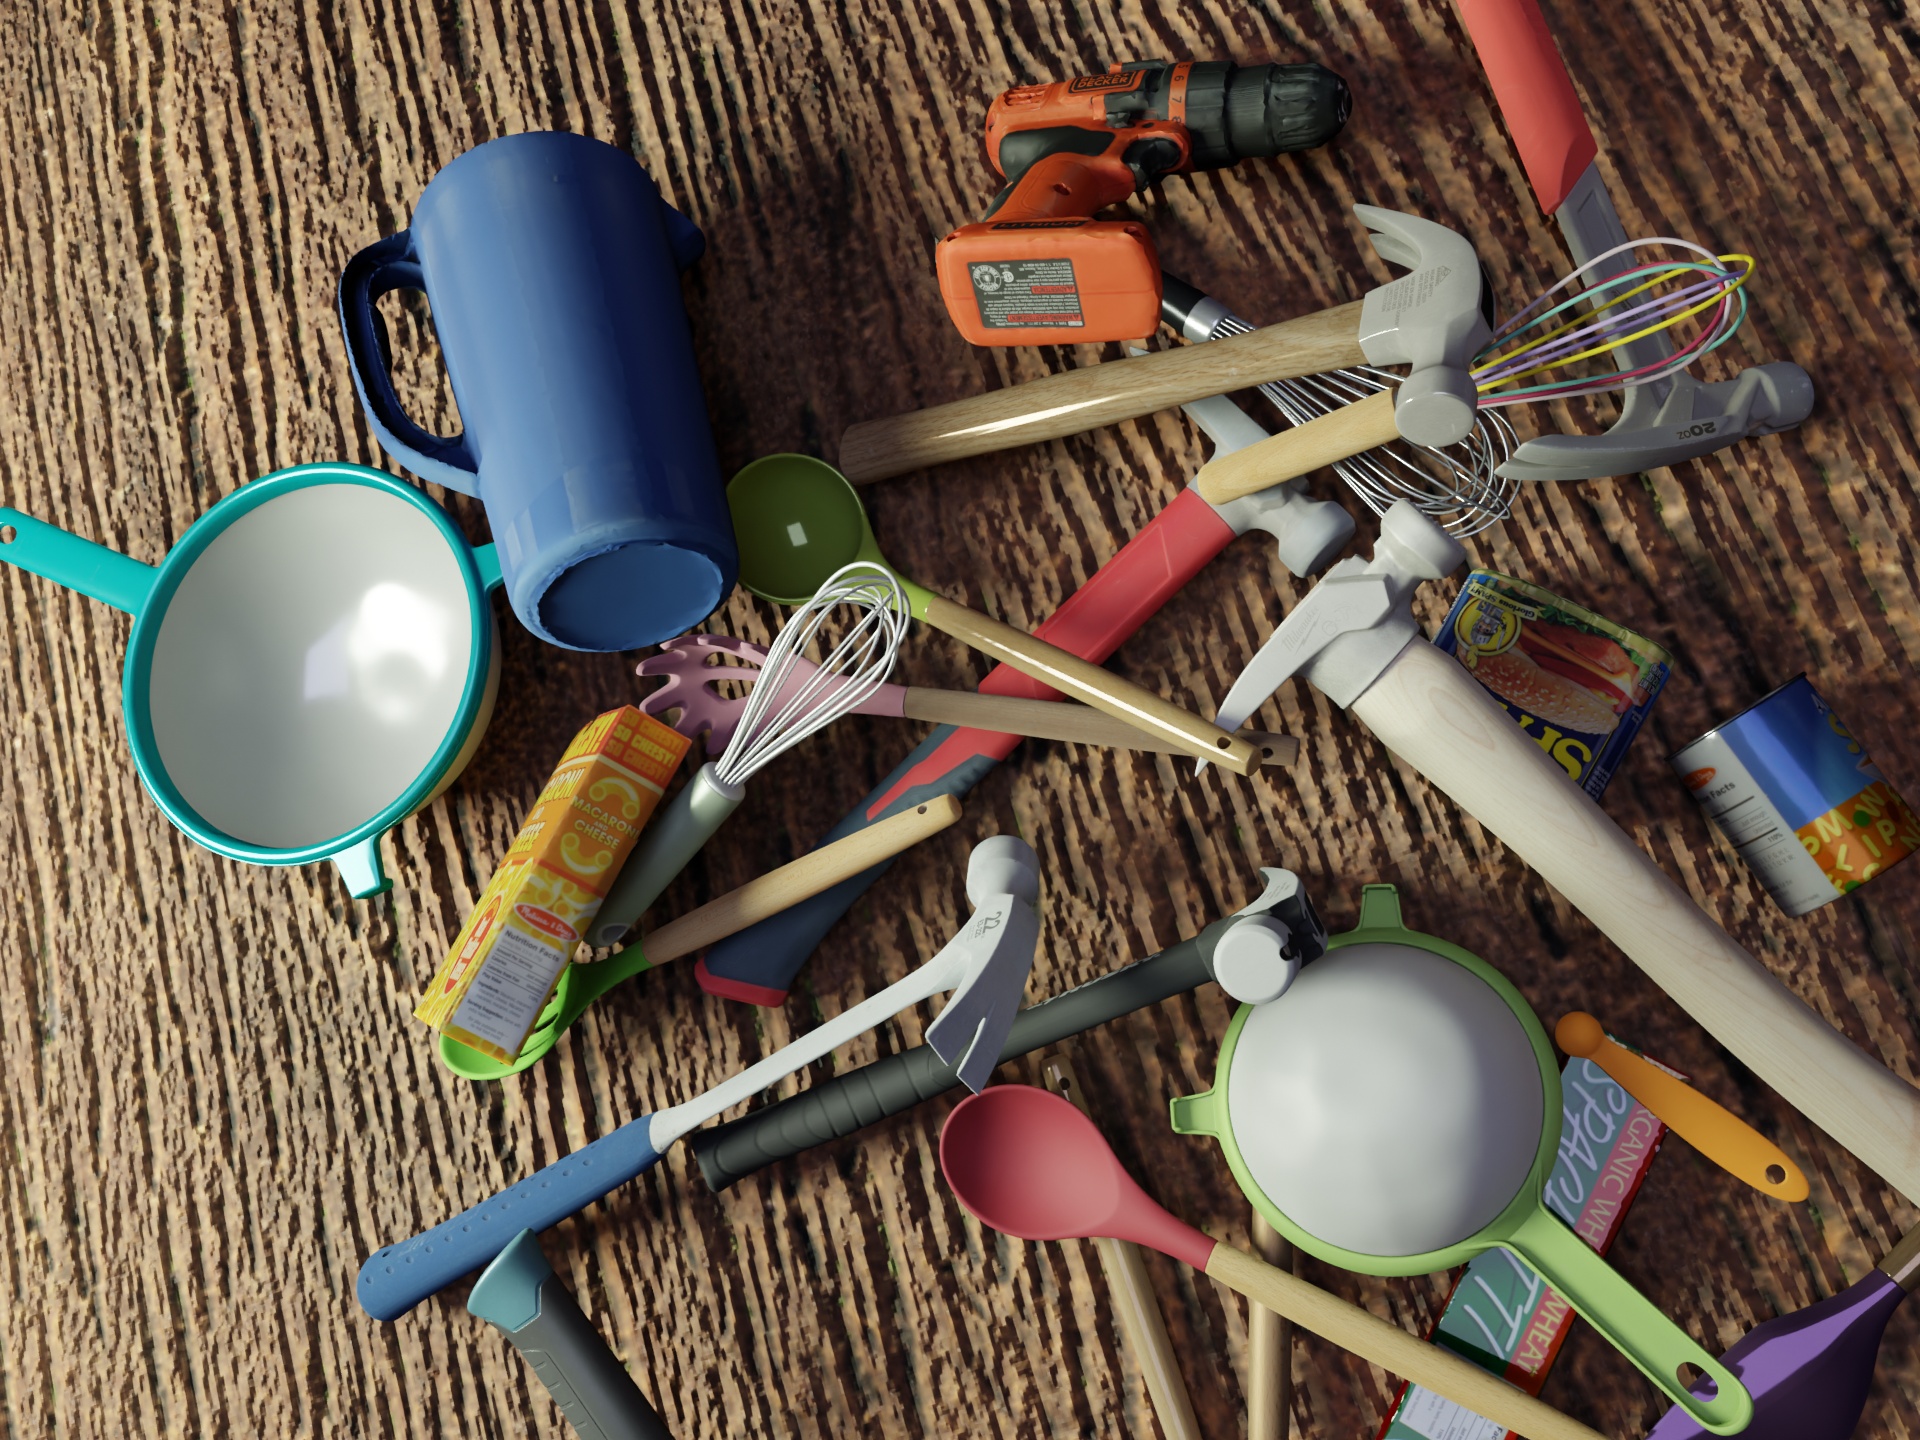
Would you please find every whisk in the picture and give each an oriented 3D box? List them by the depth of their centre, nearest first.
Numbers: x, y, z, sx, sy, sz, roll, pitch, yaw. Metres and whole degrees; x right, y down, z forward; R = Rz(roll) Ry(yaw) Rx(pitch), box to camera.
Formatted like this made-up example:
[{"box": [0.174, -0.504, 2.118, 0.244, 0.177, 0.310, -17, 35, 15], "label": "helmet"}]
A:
[{"box": [0.210, -0.141, 0.678, 0.245, 0.051, 0.047, -18, 54, 36], "label": "whisk"}, {"box": [-0.107, 0.022, 0.744, 0.246, 0.057, 0.059, -47, 55, 20], "label": "whisk"}, {"box": [0.146, -0.176, 0.773, 0.285, 0.070, 0.070, 39, 92, 22], "label": "whisk"}]

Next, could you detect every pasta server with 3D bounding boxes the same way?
[{"box": [-0.001, -0.002, 0.750, 0.316, 0.040, 0.060, 7, 115, 16], "label": "pasta server"}]

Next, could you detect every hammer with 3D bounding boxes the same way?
[{"box": [0.287, 0.096, 0.656, 0.411, 0.038, 0.146, 43, 107, 7], "label": "hammer"}, {"box": [-0.117, 0.377, 0.723, 0.128, 0.033, 0.331, -36, 90, 6], "label": "hammer"}, {"box": [0.013, 0.149, 0.733, 0.335, 0.146, 0.035, -27, 87, 21], "label": "hammer"}, {"box": [0.080, -0.156, 0.738, 0.331, 0.031, 0.130, -6, 53, 35], "label": "hammer"}, {"box": [-0.134, 0.192, 0.745, 0.405, 0.144, 0.035, -32, 109, 19], "label": "hammer"}, {"box": [0.266, -0.283, 0.747, 0.149, 0.036, 0.359, -12, 74, -13], "label": "hammer"}, {"box": [0.005, -0.009, 0.789, 0.386, 0.038, 0.143, -44, 73, 5], "label": "hammer"}]

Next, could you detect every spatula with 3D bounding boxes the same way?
[{"box": [0.408, 0.216, 0.661, 0.060, 0.018, 0.316, 42, 94, 12], "label": "spatula"}, {"box": [0.135, 0.313, 0.692, 0.082, 0.044, 0.318, -1, 76, 16], "label": "spatula"}]

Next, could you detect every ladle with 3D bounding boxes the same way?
[{"box": [0.133, 0.244, 0.691, 0.315, 0.031, 0.069, 22, 93, 22], "label": "ladle"}, {"box": [0.003, -0.049, 0.740, 0.320, 0.062, 0.078, 28, 78, 36], "label": "ladle"}]

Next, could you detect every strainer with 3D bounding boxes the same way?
[{"box": [0.211, 0.189, 0.655, 0.151, 0.069, 0.257, -48, 60, 0], "label": "strainer"}, {"box": [-0.382, -0.044, 0.866, 0.340, 0.095, 0.211, 20, 84, 19], "label": "strainer"}]

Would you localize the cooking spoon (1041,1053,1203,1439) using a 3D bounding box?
[{"box": [0.096, 0.307, 0.726, 0.069, 0.017, 0.319, -18, 77, -3], "label": "cooking spoon"}]

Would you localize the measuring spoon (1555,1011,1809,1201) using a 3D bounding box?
[{"box": [0.303, 0.162, 0.668, 0.117, 0.011, 0.021, 37, 91, 15], "label": "measuring spoon"}]

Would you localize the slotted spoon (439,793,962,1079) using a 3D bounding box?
[{"box": [-0.132, 0.105, 0.778, 0.314, 0.031, 0.070, -27, 42, 21], "label": "slotted spoon"}]
